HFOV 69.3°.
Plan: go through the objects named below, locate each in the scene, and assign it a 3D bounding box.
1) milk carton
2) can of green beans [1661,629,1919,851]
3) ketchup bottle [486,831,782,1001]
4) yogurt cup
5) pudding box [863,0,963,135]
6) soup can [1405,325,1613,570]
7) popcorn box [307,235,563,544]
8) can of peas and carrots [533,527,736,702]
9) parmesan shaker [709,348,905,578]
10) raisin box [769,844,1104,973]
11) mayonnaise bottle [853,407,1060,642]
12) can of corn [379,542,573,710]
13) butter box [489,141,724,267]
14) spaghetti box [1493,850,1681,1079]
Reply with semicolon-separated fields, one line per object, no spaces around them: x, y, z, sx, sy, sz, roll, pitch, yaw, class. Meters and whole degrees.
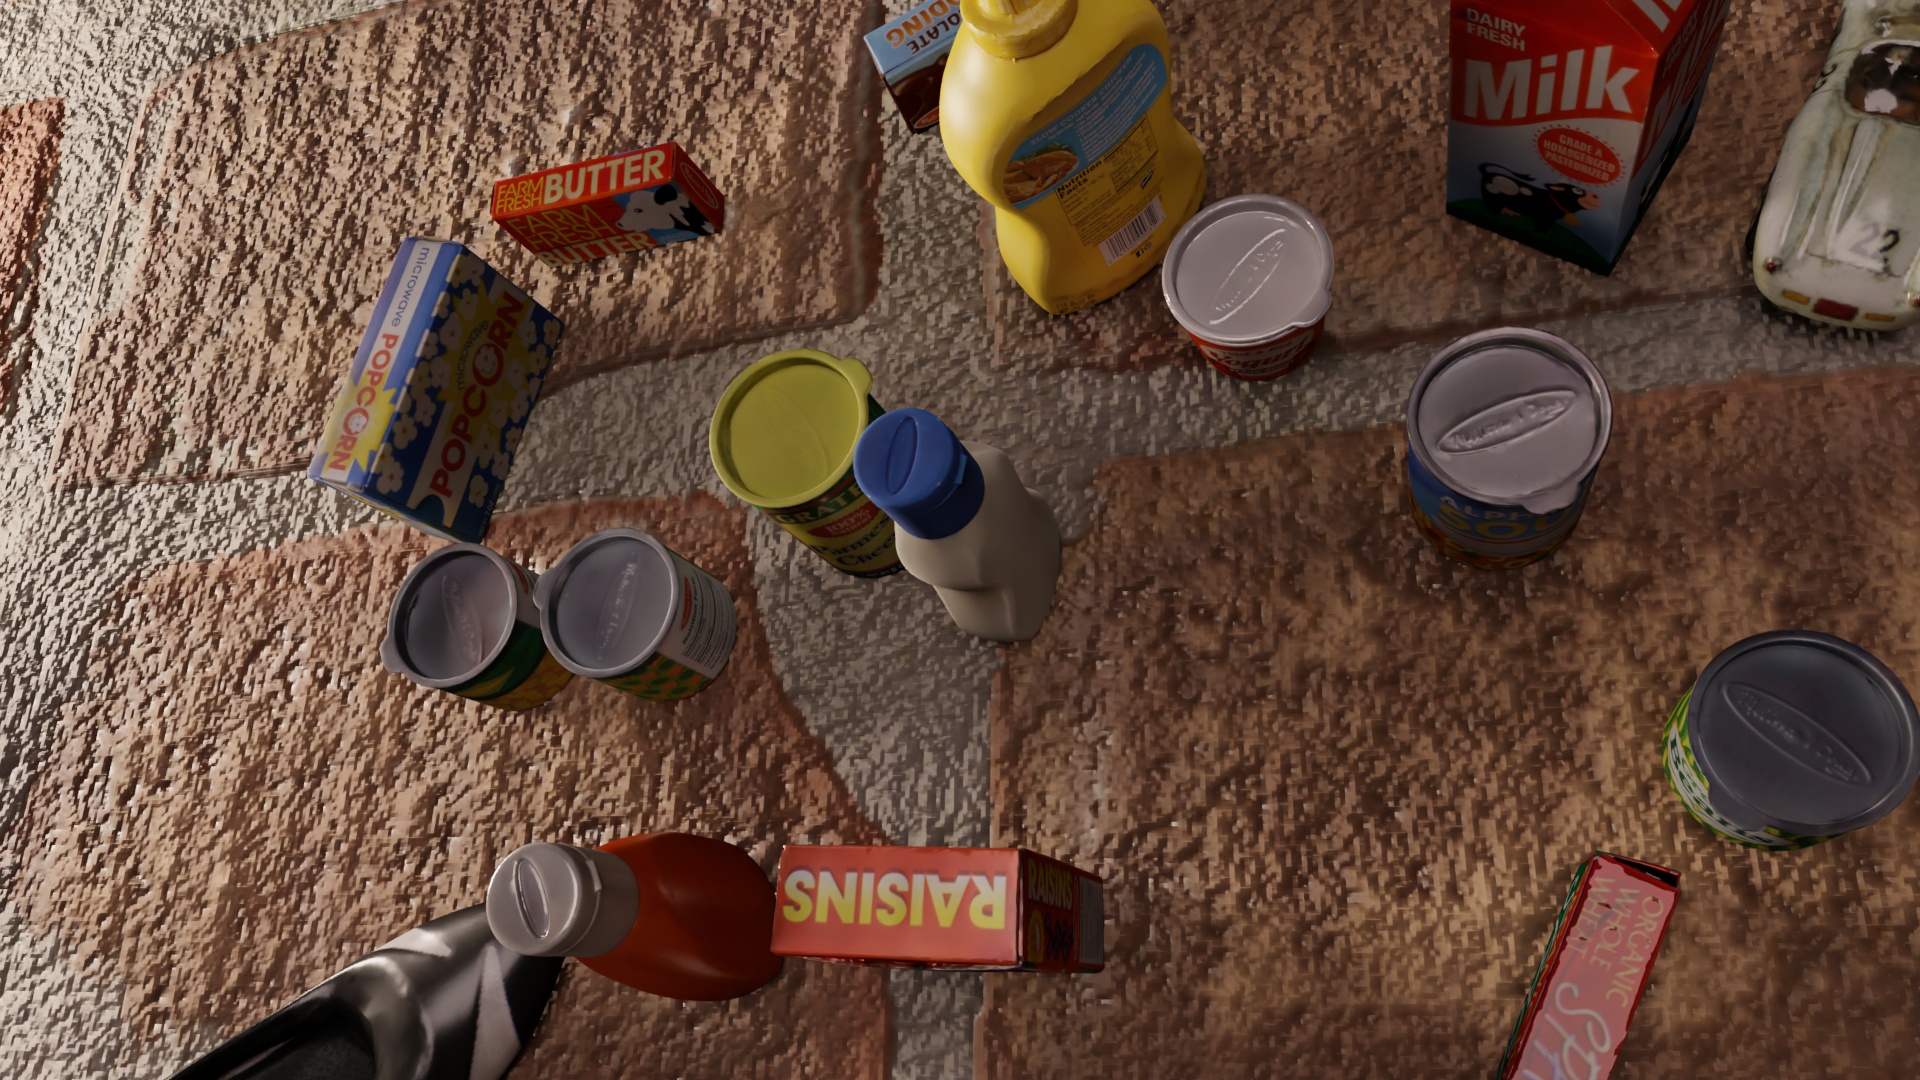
0.224;-0.179;0.496;0.073;0.190;0.072;30;83;24;milk carton
0.275;0.069;0.466;0.071;0.057;0.071;-6;70;16;can of green beans
-0.117;0.138;0.519;0.043;0.148;0.065;-28;66;7;ketchup bottle
0.122;-0.102;0.577;0.072;0.054;0.072;-6;70;16;yogurt cup
0.001;-0.237;0.666;0.083;0.049;0.030;-28;66;7;pudding box
0.199;-0.028;0.510;0.071;0.083;0.071;-6;70;16;soup can
-0.249;-0.070;0.669;0.038;0.085;0.127;11;75;21;popcorn box
-0.143;0.034;0.613;0.071;0.058;0.071;-6;70;16;can of peas and carrots
-0.049;-0.030;0.581;0.071;0.103;0.071;-6;70;16;parmesan shaker
-0.003;0.134;0.497;0.086;0.123;0.040;-2;71;17;raisin box
0.002;-0.007;0.531;0.041;0.148;0.065;6;74;20;mayonnaise bottle
-0.217;0.042;0.635;0.071;0.058;0.071;-6;70;16;can of corn
-0.177;-0.167;0.698;0.103;0.053;0.024;-7;70;16;butter box
0.173;0.220;0.451;0.029;0.050;0.250;22;80;23;spaghetti box
